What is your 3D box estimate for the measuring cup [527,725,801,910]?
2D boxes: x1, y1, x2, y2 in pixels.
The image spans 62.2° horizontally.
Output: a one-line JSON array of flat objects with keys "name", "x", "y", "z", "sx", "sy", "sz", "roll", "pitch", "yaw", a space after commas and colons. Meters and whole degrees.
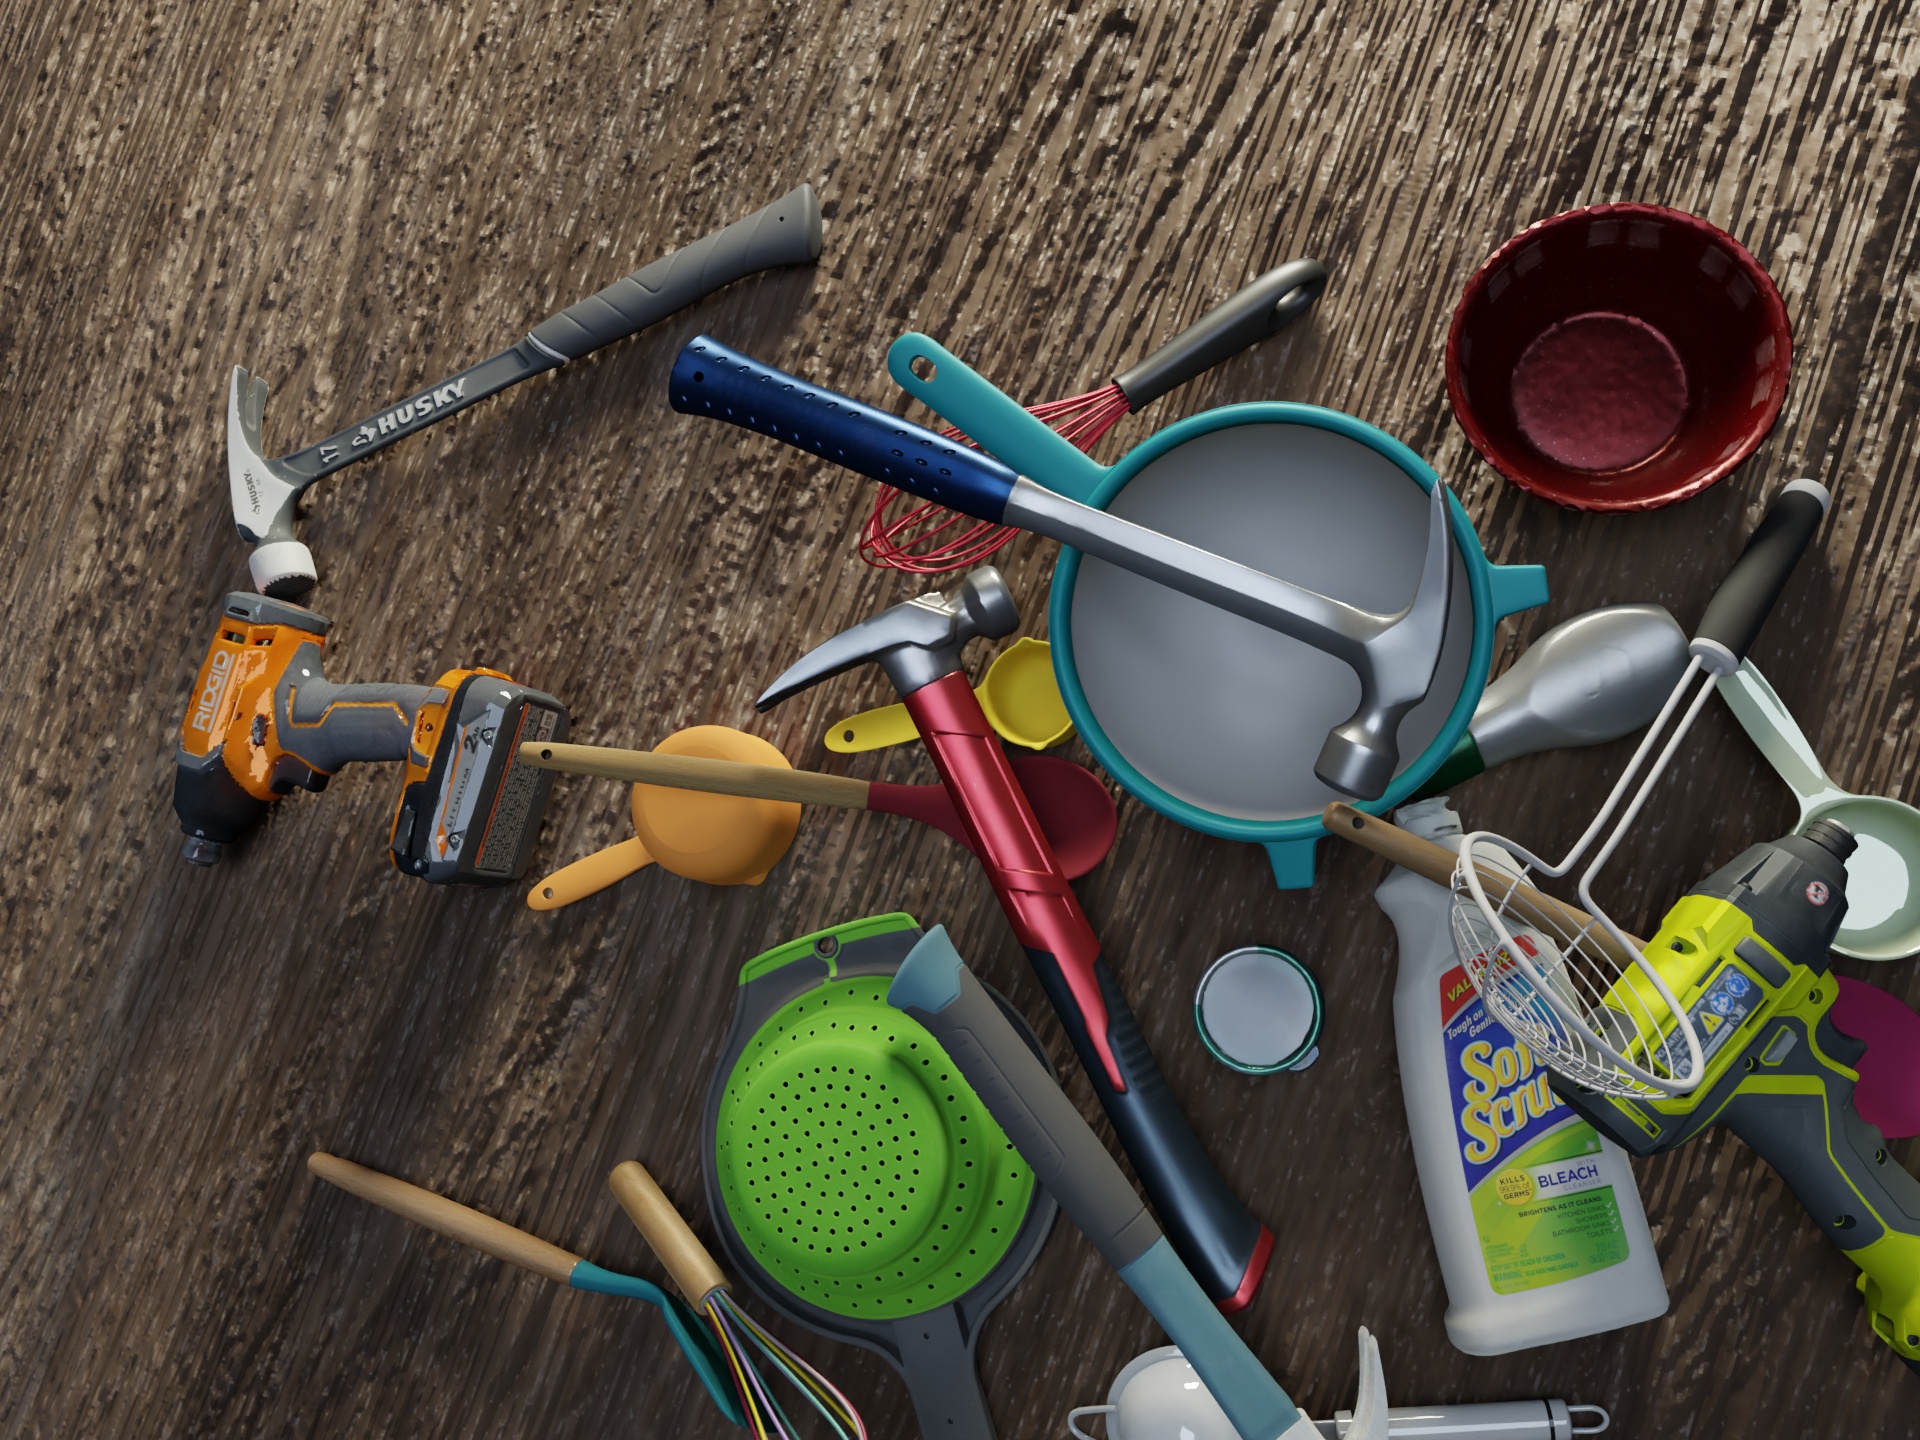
[{"name": "measuring cup", "x": -0.175, "y": 0.064, "z": 0.885, "sx": 0.173, "sy": 0.052, "sz": 0.095, "roll": -26, "pitch": 76, "yaw": 6}]

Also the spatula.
[{"name": "spatula", "x": -0.234, "y": 0.301, "z": 0.862, "sx": 0.317, "sy": 0.082, "sz": 0.044, "roll": 15, "pitch": 69, "yaw": 20}]

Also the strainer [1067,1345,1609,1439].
[{"name": "strainer", "x": 0.178, "y": 0.342, "z": 0.765, "sx": 0.258, "sy": 0.050, "sz": 0.087, "roll": -7, "pitch": 95, "yaw": 9}]

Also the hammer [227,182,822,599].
[{"name": "hammer", "x": -0.268, "y": -0.221, "z": 0.965, "sx": 0.409, "sy": 0.036, "sz": 0.149, "roll": -24, "pitch": 75, "yaw": 8}]

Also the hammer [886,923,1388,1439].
[{"name": "hammer", "x": 0.074, "y": 0.240, "z": 0.749, "sx": 0.128, "sy": 0.033, "sz": 0.331, "roll": -38, "pitch": 82, "yaw": -4}]

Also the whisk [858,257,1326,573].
[{"name": "whisk", "x": 0.072, "y": -0.166, "z": 0.865, "sx": 0.296, "sy": 0.073, "sz": 0.073, "roll": -32, "pitch": 75, "yaw": 1}]

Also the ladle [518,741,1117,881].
[{"name": "ladle", "x": -0.075, "y": 0.038, "z": 0.841, "sx": 0.315, "sy": 0.031, "sz": 0.069, "roll": 8, "pitch": 80, "yaw": -3}]

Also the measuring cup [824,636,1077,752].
[{"name": "measuring cup", "x": -0.001, "y": -0.003, "z": 0.876, "sx": 0.156, "sy": 0.029, "sz": 0.062, "roll": -13, "pitch": 77, "yaw": 23}]

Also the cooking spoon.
[{"name": "cooking spoon", "x": 0.315, "y": 0.110, "z": 0.744, "sx": 0.319, "sy": 0.017, "sz": 0.069, "roll": 25, "pitch": 83, "yaw": 0}]

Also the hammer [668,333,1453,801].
[{"name": "hammer", "x": 0.037, "y": -0.107, "z": 0.763, "sx": 0.406, "sy": 0.035, "sz": 0.144, "roll": 24, "pitch": 104, "yaw": 18}]

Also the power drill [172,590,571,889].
[{"name": "power drill", "x": -0.354, "y": 0.027, "z": 0.922, "sx": 0.226, "sy": 0.084, "sz": 0.164, "roll": 15, "pitch": 85, "yaw": 19}]

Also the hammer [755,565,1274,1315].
[{"name": "hammer", "x": 0.037, "y": 0.122, "z": 0.802, "sx": 0.143, "sy": 0.038, "sz": 0.386, "roll": -26, "pitch": 84, "yaw": -4}]

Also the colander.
[{"name": "colander", "x": -0.028, "y": 0.294, "z": 0.791, "sx": 0.204, "sy": 0.094, "sz": 0.397, "roll": -19, "pitch": 77, "yaw": 9}]

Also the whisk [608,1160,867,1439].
[{"name": "whisk", "x": -0.115, "y": 0.304, "z": 0.794, "sx": 0.047, "sy": 0.051, "sz": 0.245, "roll": -29, "pitch": 44, "yaw": -26}]

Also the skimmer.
[{"name": "skimmer", "x": 0.324, "y": 0.005, "z": 0.691, "sx": 0.127, "sy": 0.090, "sz": 0.363, "roll": 41, "pitch": 66, "yaw": 0}]

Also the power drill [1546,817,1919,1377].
[{"name": "power drill", "x": 0.397, "y": 0.167, "z": 0.697, "sx": 0.223, "sy": 0.080, "sz": 0.171, "roll": 41, "pitch": 88, "yaw": 3}]

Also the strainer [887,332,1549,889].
[{"name": "strainer", "x": 0.108, "y": -0.089, "z": 0.811, "sx": 0.340, "sy": 0.095, "sz": 0.211, "roll": 39, "pitch": 107, "yaw": 11}]

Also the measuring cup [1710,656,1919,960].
[{"name": "measuring cup", "x": 0.405, "y": 0.037, "z": 0.764, "sx": 0.083, "sy": 0.038, "sz": 0.168, "roll": -29, "pitch": 74, "yaw": 7}]
